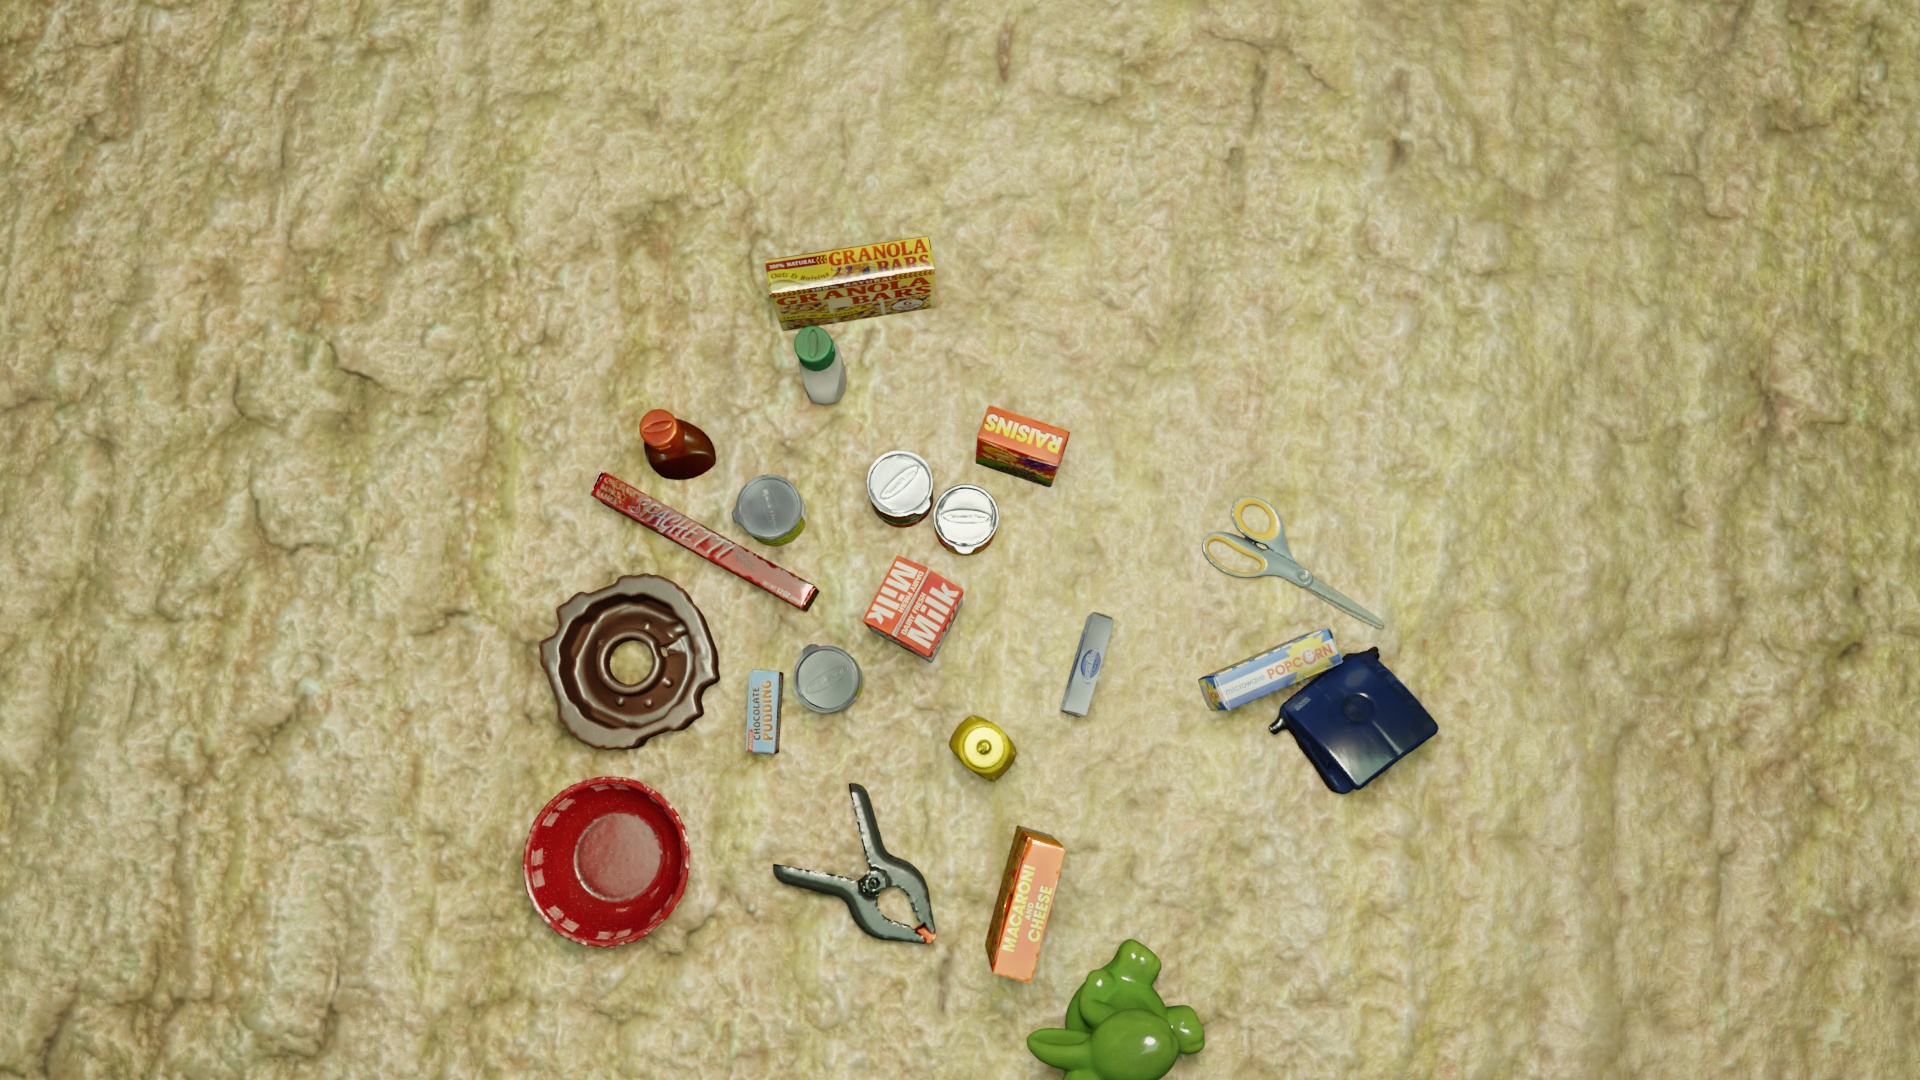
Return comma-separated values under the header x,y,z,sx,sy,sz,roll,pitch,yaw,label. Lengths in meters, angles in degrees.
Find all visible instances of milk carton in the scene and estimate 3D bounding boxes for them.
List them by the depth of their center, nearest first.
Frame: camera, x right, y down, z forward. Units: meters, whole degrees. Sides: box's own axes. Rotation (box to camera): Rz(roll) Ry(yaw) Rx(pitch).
x,y,z,sx,sy,sz,roll,pitch,yaw,label
-0.044,0.067,1.335,0.073,0.190,0.072,27,82,3,milk carton

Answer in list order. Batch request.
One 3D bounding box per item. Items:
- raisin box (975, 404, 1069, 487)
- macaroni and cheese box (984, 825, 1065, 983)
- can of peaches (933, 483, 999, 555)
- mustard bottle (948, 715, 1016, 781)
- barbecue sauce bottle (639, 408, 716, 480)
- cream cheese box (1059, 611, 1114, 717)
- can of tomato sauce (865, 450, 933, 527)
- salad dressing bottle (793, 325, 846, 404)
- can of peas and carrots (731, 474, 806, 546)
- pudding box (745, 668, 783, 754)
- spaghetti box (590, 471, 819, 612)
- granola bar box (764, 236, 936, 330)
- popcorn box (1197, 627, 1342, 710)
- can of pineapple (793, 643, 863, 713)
x,y,z,sx,sy,sz,roll,pitch,yaw,label
0.060,-0.093,1.395,0.086,0.123,0.040,19,82,2,raisin box
0.058,0.337,1.305,0.040,0.166,0.124,15,82,2,macaroni and cheese box
0.005,-0.018,1.416,0.071,0.058,0.071,0,81,-1,can of peaches
0.023,0.199,1.330,0.065,0.160,0.049,38,83,5,mustard bottle
-0.285,-0.095,1.378,0.065,0.148,0.044,-15,82,-3,barbecue sauce bottle
0.127,0.126,1.397,0.024,0.053,0.104,17,81,2,cream cheese box
-0.059,-0.050,1.407,0.071,0.083,0.071,0,81,-1,can of tomato sauce
-0.141,-0.178,1.394,0.044,0.147,0.064,1,82,-1,salad dressing bottle
-0.194,-0.029,1.414,0.071,0.058,0.071,0,81,-1,can of peas and carrots
-0.196,0.171,1.387,0.030,0.049,0.084,2,81,0,pudding box
-0.260,0.002,1.413,0.250,0.050,0.029,28,82,4,spaghetti box
-0.109,-0.262,1.419,0.166,0.124,0.039,-9,82,-2,granola bar box
0.306,0.130,1.383,0.127,0.085,0.038,-22,82,-4,popcorn box
-0.132,0.138,1.389,0.071,0.058,0.071,0,81,-1,can of pineapple
